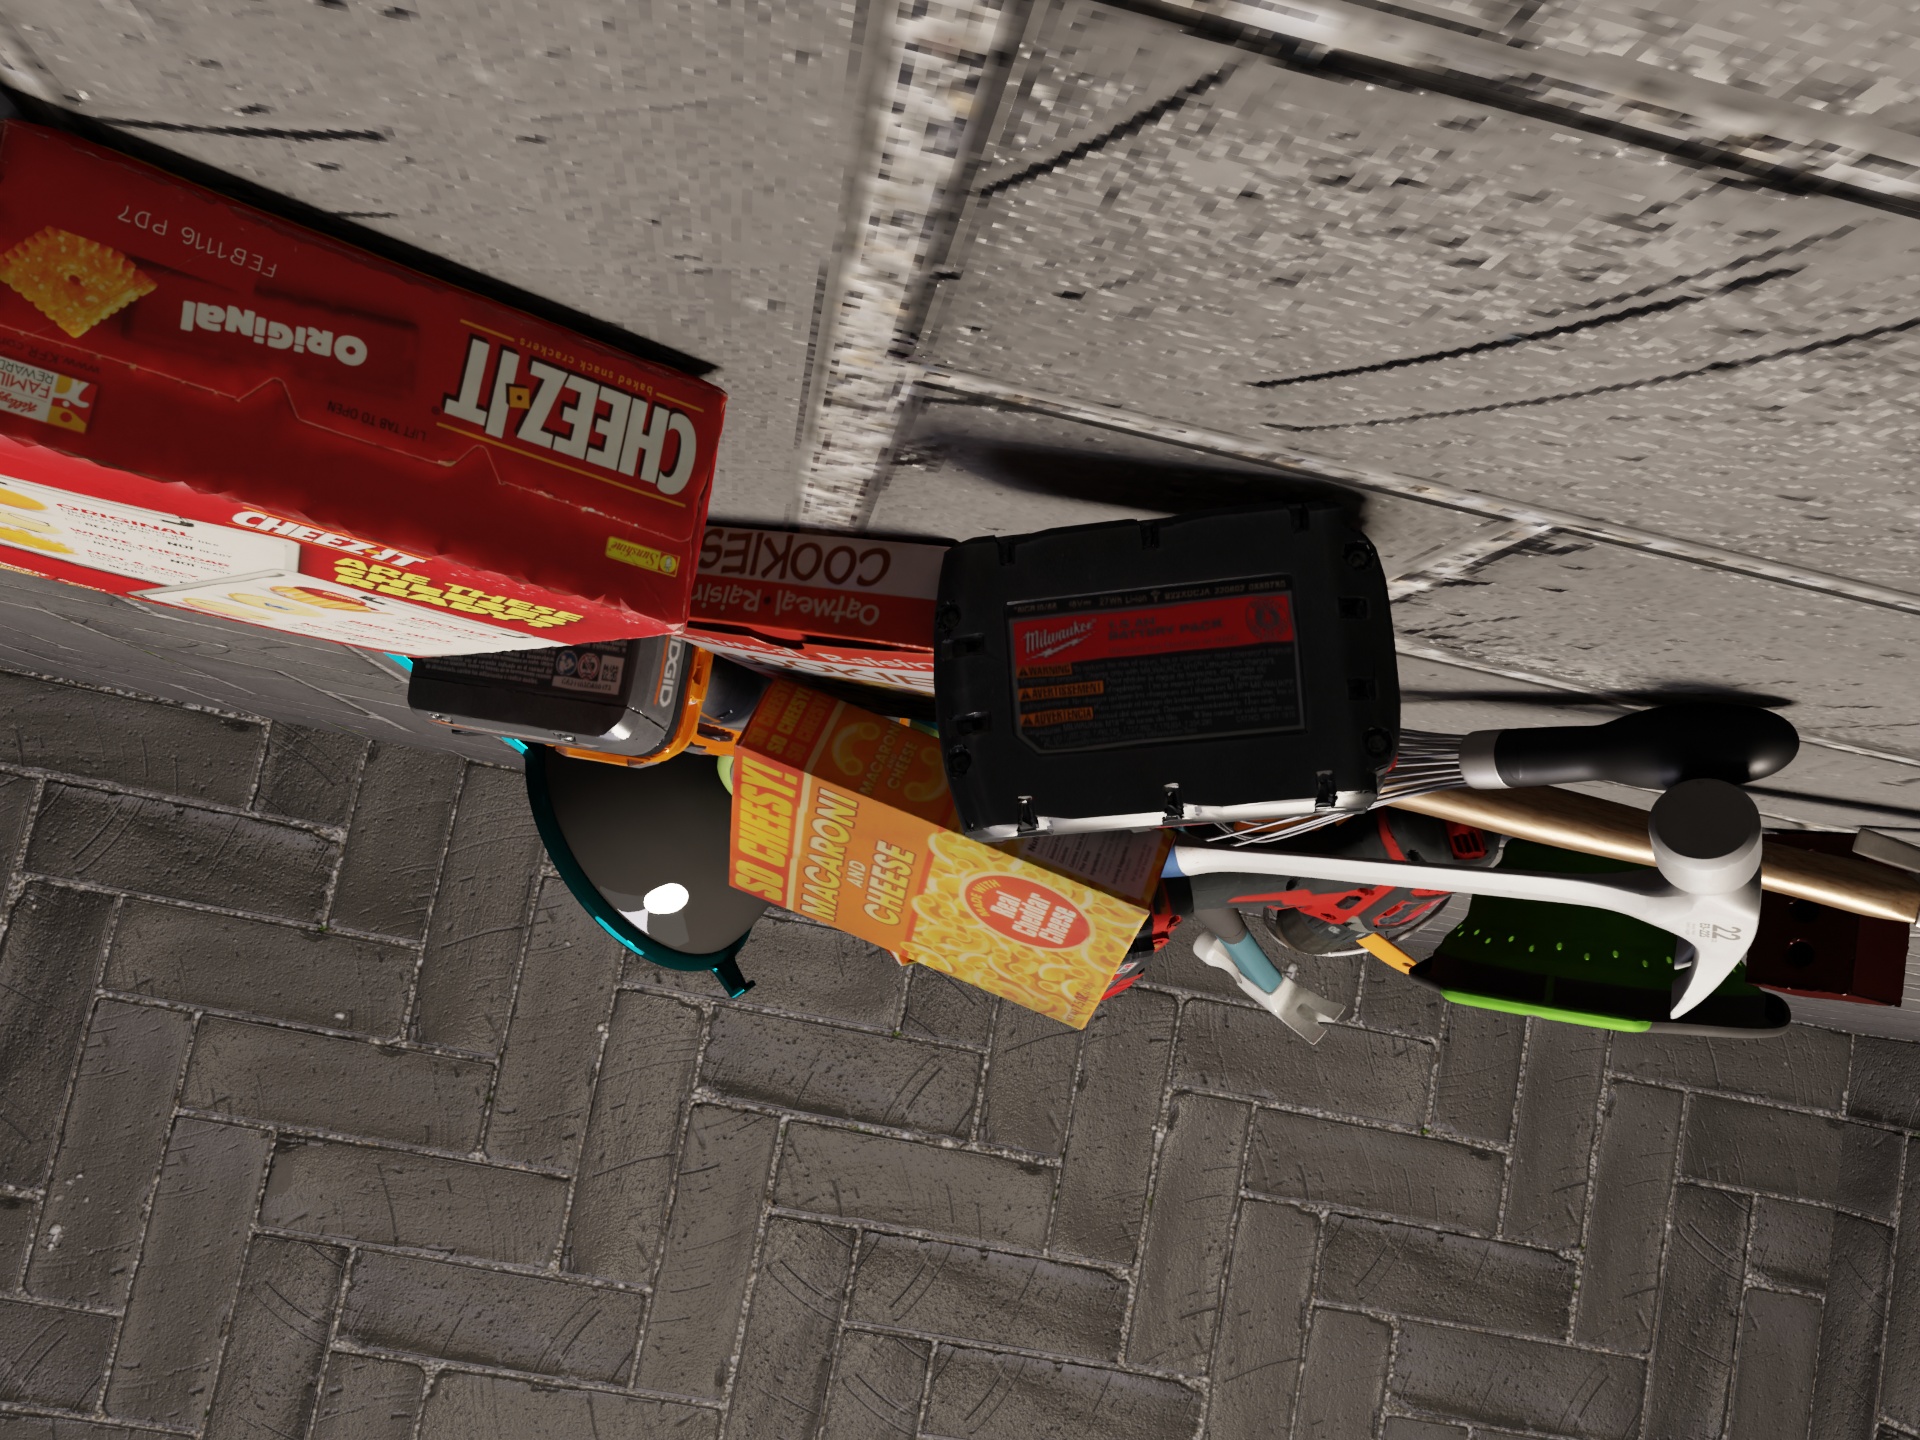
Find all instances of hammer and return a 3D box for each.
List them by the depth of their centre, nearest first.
[{"bbox_3d":[0.105,0.060,0.657,0.405,0.035,0.143,3,151,29],"label":"hammer"},{"bbox_3d":[0.293,0.049,0.701,0.331,0.031,0.130,13,-169,16],"label":"hammer"},{"bbox_3d":[0.164,0.125,1.006,0.128,0.033,0.330,37,173,34],"label":"hammer"}]

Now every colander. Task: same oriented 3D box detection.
[{"bbox_3d":[0.415,0.124,0.985,0.204,0.094,0.396,5,178,36],"label":"colander"}]

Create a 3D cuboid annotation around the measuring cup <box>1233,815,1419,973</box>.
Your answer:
[{"bbox_3d":[0.235,0.096,0.969,0.173,0.052,0.095,37,151,-28],"label":"measuring cup"}]

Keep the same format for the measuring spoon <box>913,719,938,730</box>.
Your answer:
[{"bbox_3d":[-0.001,-0.003,0.914,0.128,0.021,0.042,22,167,-14],"label":"measuring spoon"}]

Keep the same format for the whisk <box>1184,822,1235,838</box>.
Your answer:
[{"bbox_3d":[0.086,0.099,1.063,0.296,0.073,0.073,-16,166,12],"label":"whisk"}]

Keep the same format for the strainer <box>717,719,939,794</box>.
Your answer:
[{"bbox_3d":[-0.100,0.030,0.924,0.151,0.069,0.256,-21,147,26],"label":"strainer"}]

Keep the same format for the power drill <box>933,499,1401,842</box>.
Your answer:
[{"bbox_3d":[0.063,-0.001,0.497,0.143,0.078,0.219,-5,173,11],"label":"power drill"}]

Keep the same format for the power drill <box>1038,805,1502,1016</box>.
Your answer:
[{"bbox_3d":[0.142,0.092,0.822,0.226,0.080,0.187,-7,157,-17],"label":"power drill"}]

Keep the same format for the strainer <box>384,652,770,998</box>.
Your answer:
[{"bbox_3d":[-0.214,0.017,1.011,0.095,0.211,0.340,-29,131,21],"label":"strainer"}]

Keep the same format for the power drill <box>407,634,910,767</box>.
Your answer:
[{"bbox_3d":[-0.139,-0.021,0.714,0.164,0.084,0.226,8,176,23],"label":"power drill"}]

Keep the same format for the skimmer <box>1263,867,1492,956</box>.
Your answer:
[{"bbox_3d":[0.384,0.138,1.108,0.363,0.090,0.127,12,-167,-21],"label":"skimmer"}]

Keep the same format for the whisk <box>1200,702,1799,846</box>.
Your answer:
[{"bbox_3d":[0.180,0.018,0.624,0.070,0.070,0.285,17,166,-38],"label":"whisk"}]
